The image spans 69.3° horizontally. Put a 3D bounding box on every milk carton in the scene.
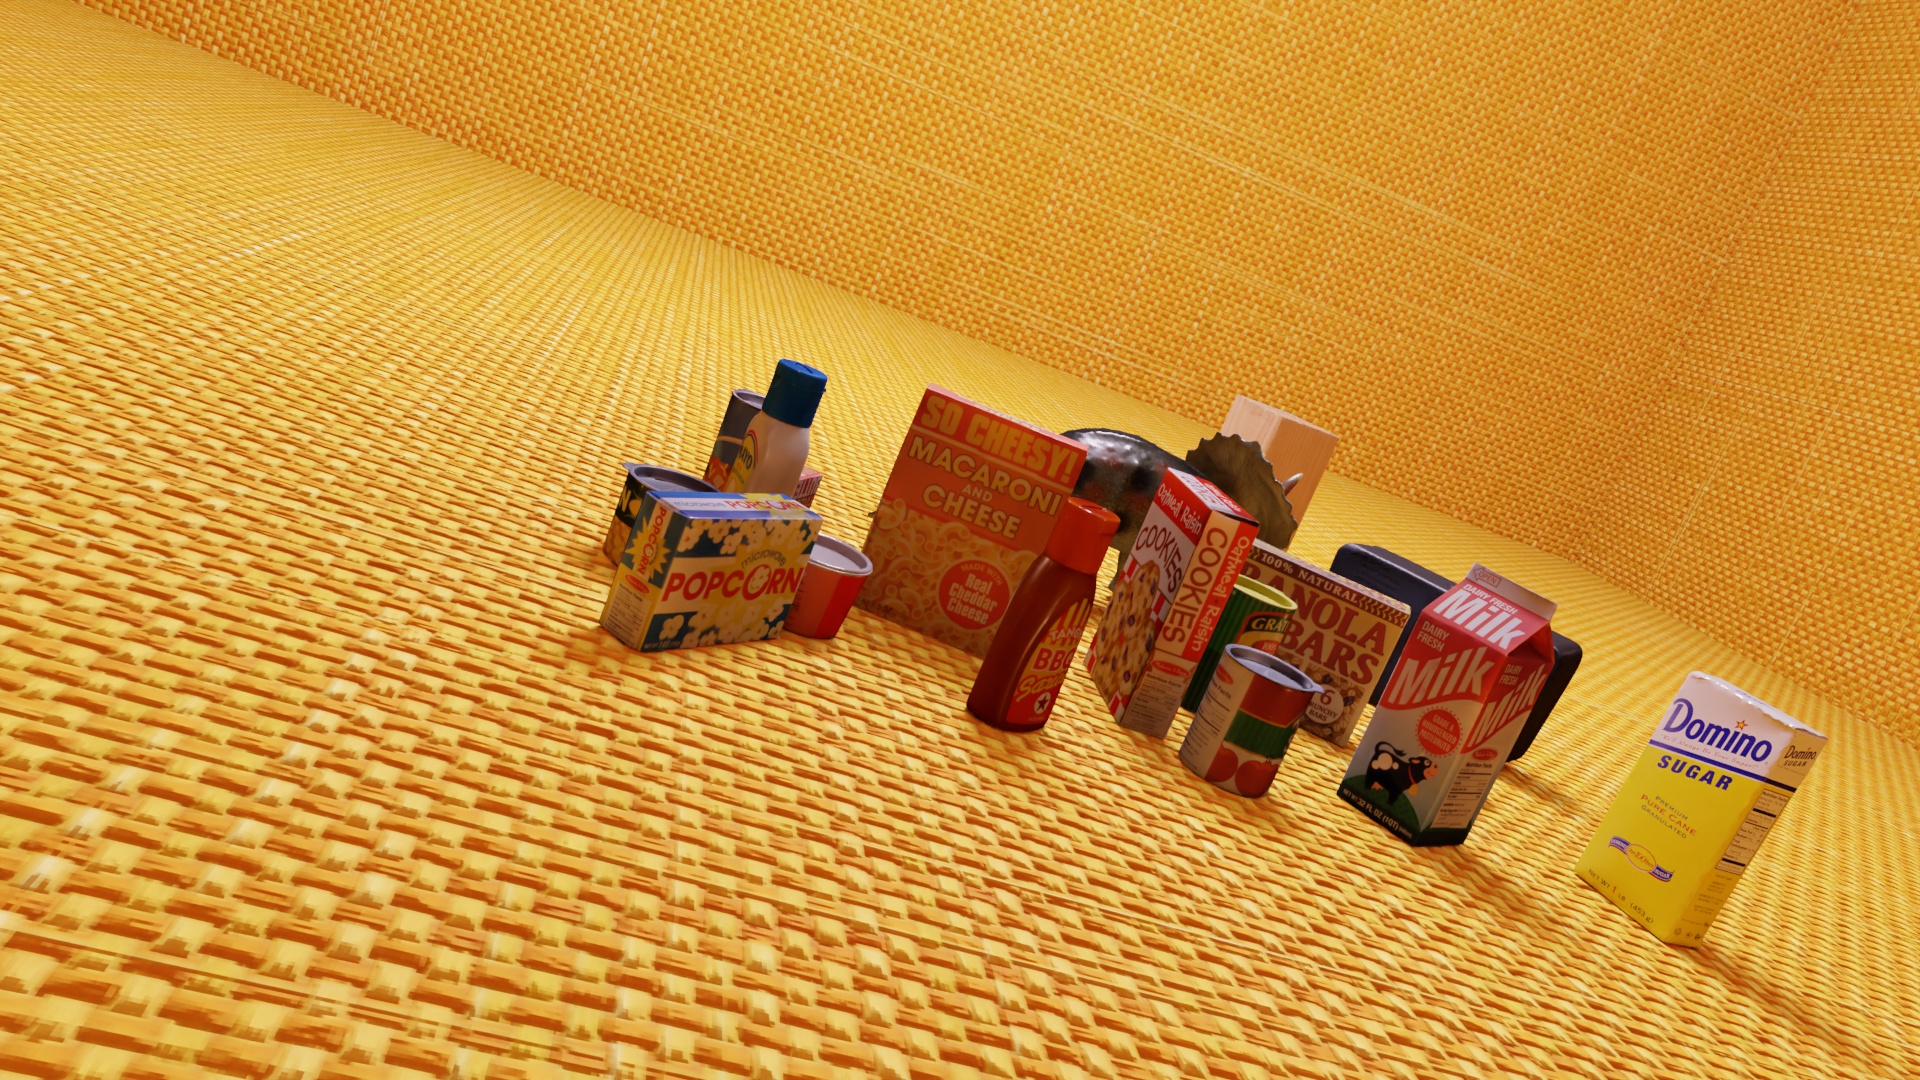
[{"bbox_3d":[0.350,0.115,0.980,0.073,0.190,0.072,11,17,-42],"label":"milk carton"}]

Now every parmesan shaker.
[{"bbox_3d":[0.210,0.084,1.076,0.071,0.102,0.071,21,13,-5],"label":"parmesan shaker"}]

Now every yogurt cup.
[{"bbox_3d":[-0.098,0.029,0.908,0.072,0.053,0.072,21,13,-5],"label":"yogurt cup"}]

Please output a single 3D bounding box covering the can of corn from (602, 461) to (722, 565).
[{"bbox_3d":[-0.195,-0.011,0.904,0.071,0.058,0.071,21,13,-5],"label":"can of corn"}]

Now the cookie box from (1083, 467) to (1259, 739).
[{"bbox_3d":[0.150,0.042,1.005,0.040,0.167,0.123,19,13,-12],"label":"cookie box"}]

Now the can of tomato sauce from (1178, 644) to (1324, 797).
[{"bbox_3d":[0.195,0.123,0.940,0.071,0.083,0.071,21,13,-5],"label":"can of tomato sauce"}]

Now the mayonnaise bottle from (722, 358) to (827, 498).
[{"bbox_3d":[-0.134,-0.052,0.964,0.041,0.147,0.065,15,14,-29],"label":"mayonnaise bottle"}]

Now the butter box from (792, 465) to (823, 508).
[{"bbox_3d":[-0.141,-0.028,1.069,0.024,0.053,0.104,24,13,10],"label":"butter box"}]

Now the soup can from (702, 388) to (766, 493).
[{"bbox_3d":[-0.170,-0.074,1.137,0.071,0.083,0.071,21,13,-5],"label":"soup can"}]

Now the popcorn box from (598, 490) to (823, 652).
[{"bbox_3d":[-0.144,0.016,0.815,0.038,0.085,0.127,28,14,27],"label":"popcorn box"}]

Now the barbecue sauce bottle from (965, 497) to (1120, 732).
[{"bbox_3d":[0.055,0.047,0.874,0.044,0.148,0.065,31,15,35],"label":"barbecue sauce bottle"}]

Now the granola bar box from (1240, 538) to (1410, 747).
[{"bbox_3d":[0.268,0.077,1.148,0.166,0.124,0.039,26,13,17],"label":"granola bar box"}]

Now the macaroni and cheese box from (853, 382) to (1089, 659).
[{"bbox_3d":[0.004,-0.012,0.988,0.124,0.166,0.040,22,12,1],"label":"macaroni and cheese box"}]
